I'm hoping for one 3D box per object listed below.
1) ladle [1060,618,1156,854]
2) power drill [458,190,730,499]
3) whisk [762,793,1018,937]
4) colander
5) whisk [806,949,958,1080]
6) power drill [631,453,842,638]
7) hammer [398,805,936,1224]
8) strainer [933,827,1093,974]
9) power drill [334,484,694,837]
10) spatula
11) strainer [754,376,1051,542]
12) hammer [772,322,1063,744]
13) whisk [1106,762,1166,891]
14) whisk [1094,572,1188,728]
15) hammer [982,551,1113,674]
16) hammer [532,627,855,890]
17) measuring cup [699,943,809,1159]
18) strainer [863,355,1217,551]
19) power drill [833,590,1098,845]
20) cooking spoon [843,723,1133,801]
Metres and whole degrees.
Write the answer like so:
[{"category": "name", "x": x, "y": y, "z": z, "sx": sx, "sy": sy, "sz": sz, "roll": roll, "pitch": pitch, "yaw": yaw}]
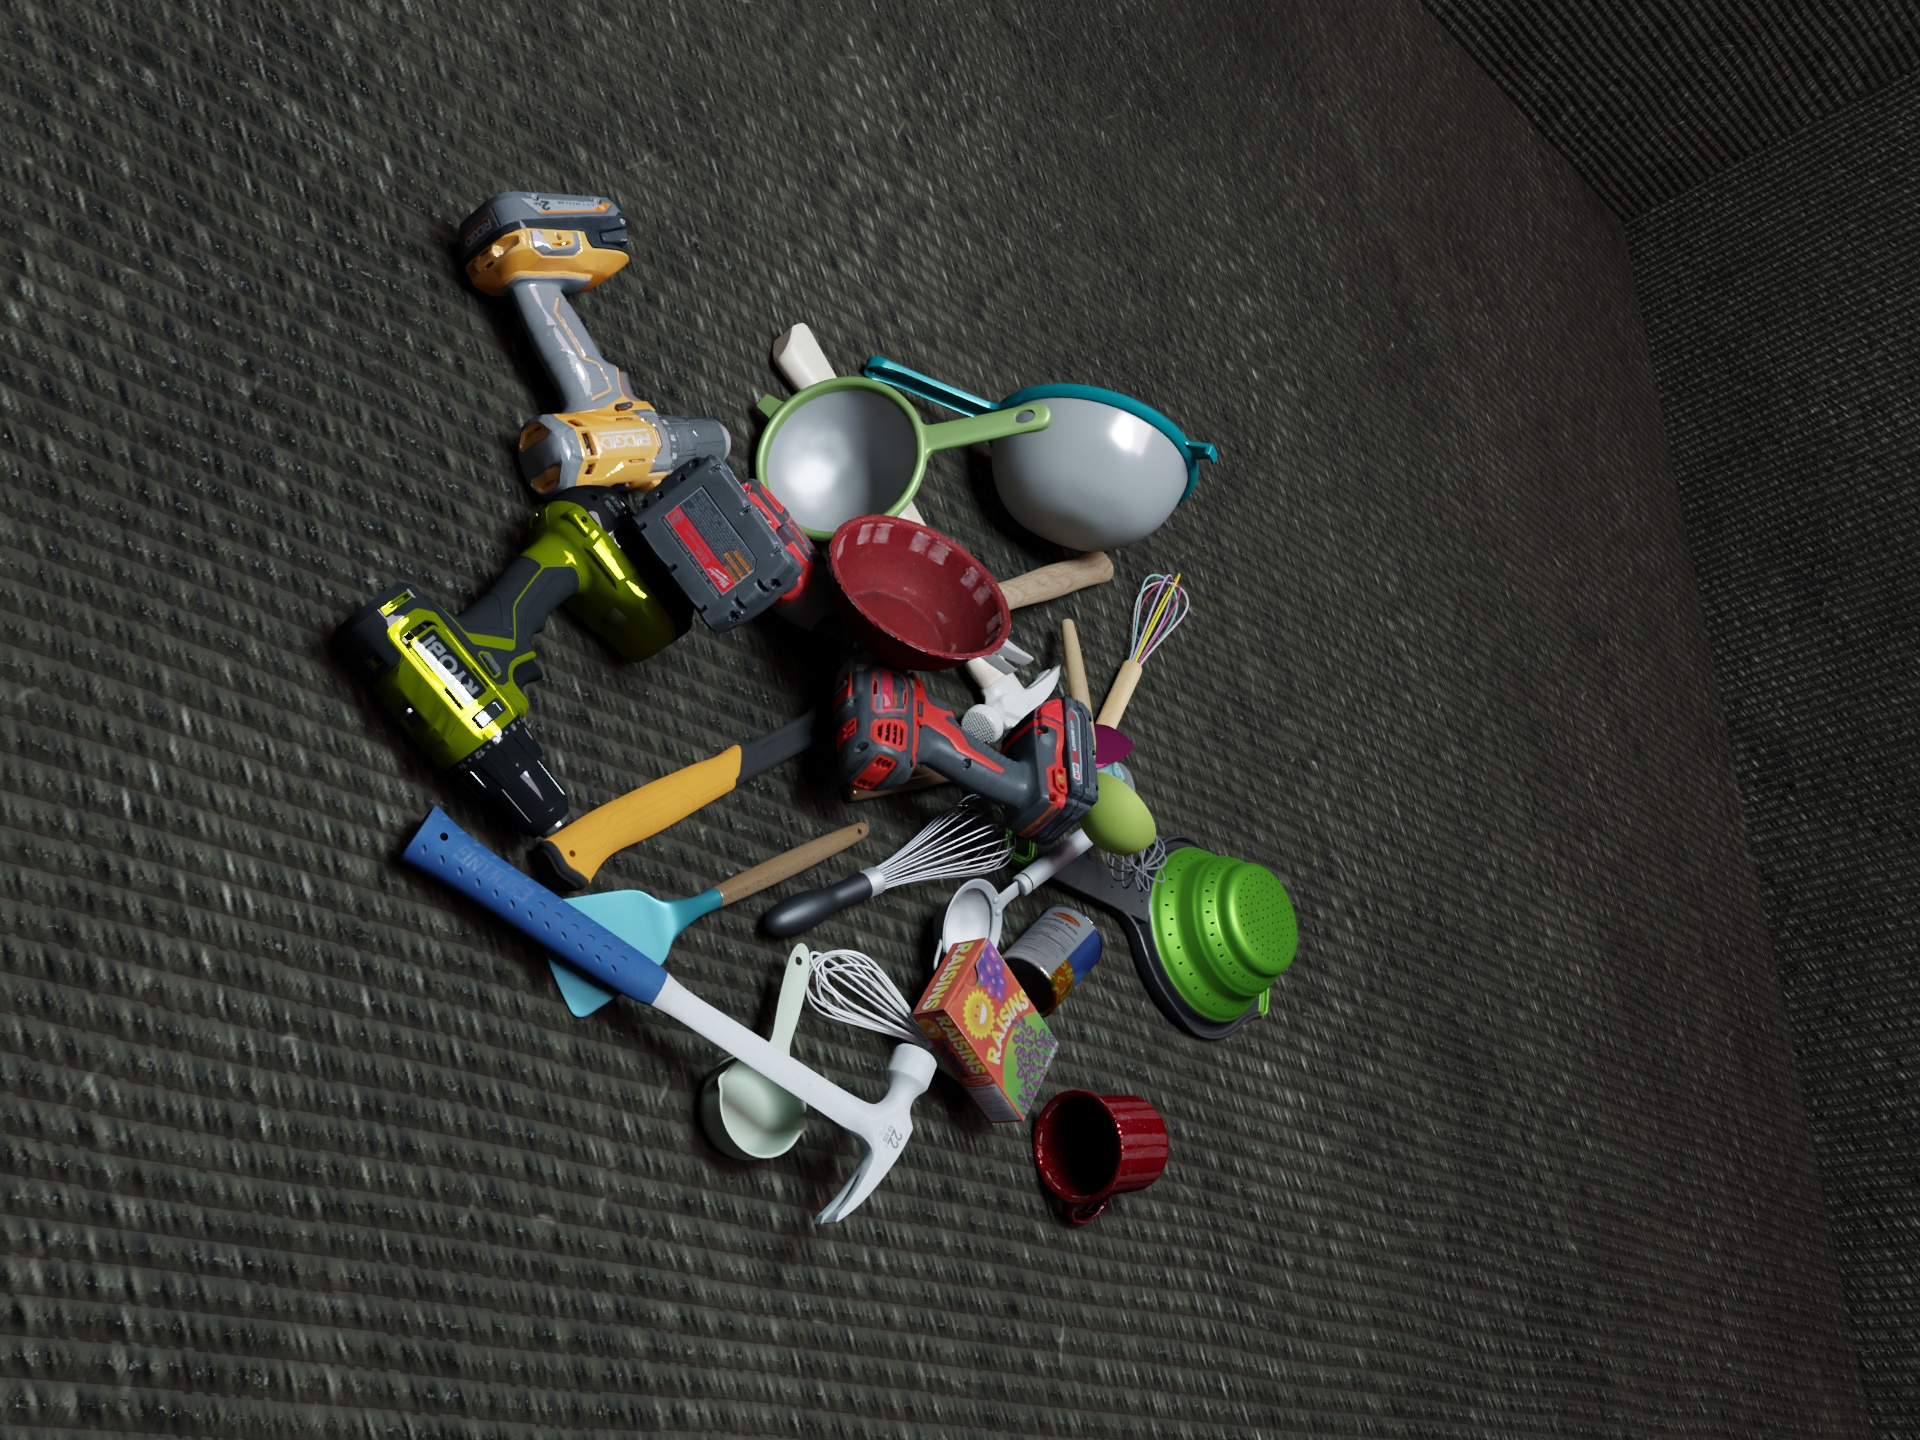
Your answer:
[{"category": "ladle", "x": 0.125, "y": 0.002, "z": 1.443, "sx": 0.320, "sy": 0.062, "sz": 0.078, "roll": -94, "pitch": 170, "yaw": -51}, {"category": "power drill", "x": -0.277, "y": -0.287, "z": 1.239, "sx": 0.185, "sy": 0.084, "sz": 0.226, "roll": -17, "pitch": 89, "yaw": -49}, {"category": "whisk", "x": -0.051, "y": 0.123, "z": 1.303, "sx": 0.284, "sy": 0.070, "sz": 0.070, "roll": -19, "pitch": 86, "yaw": -43}, {"category": "colander", "x": 0.204, "y": 0.171, "z": 1.512, "sx": 0.396, "sy": 0.094, "sz": 0.205, "roll": 28, "pitch": 53, "yaw": -35}, {"category": "whisk", "x": -0.034, "y": 0.251, "z": 1.268, "sx": 0.246, "sy": 0.058, "sz": 0.059, "roll": 41, "pitch": 7, "yaw": -31}, {"category": "power drill", "x": -0.156, "y": -0.124, "z": 1.217, "sx": 0.143, "sy": 0.078, "sz": 0.219, "roll": 54, "pitch": 8, "yaw": 3}, {"category": "hammer", "x": -0.199, "y": 0.193, "z": 1.081, "sx": 0.405, "sy": 0.035, "sz": 0.144, "roll": 37, "pitch": 54, "yaw": -17}, {"category": "strainer", "x": 0.046, "y": 0.147, "z": 1.376, "sx": 0.258, "sy": 0.050, "sz": 0.086, "roll": -31, "pitch": 121, "yaw": -40}, {"category": "power drill", "x": -0.292, "y": -0.046, "z": 1.112, "sx": 0.190, "sy": 0.080, "sz": 0.228, "roll": 53, "pitch": 46, "yaw": -13}, {"category": "spatula", "x": -0.175, "y": 0.126, "z": 1.195, "sx": 0.317, "sy": 0.044, "sz": 0.082, "roll": -21, "pitch": 89, "yaw": -53}, {"category": "strainer", "x": -0.045, "y": -0.225, "z": 1.363, "sx": 0.069, "sy": 0.256, "sz": 0.152, "roll": 58, "pitch": 22, "yaw": -72}, {"category": "hammer", "x": -0.043, "y": -0.180, "z": 1.464, "sx": 0.410, "sy": 0.038, "sz": 0.146, "roll": 59, "pitch": 40, "yaw": -7}, {"category": "whisk", "x": 0.156, "y": 0.092, "z": 1.471, "sx": 0.055, "sy": 0.055, "sz": 0.239, "roll": 51, "pitch": 14, "yaw": -17}, {"category": "whisk", "x": 0.185, "y": -0.072, "z": 1.647, "sx": 0.051, "sy": 0.047, "sz": 0.245, "roll": 47, "pitch": 48, "yaw": -22}, {"category": "hammer", "x": 0.072, "y": -0.125, "z": 1.515, "sx": 0.130, "sy": 0.031, "sz": 0.331, "roll": 62, "pitch": 30, "yaw": 3}, {"category": "hammer", "x": -0.191, "y": 0.036, "z": 1.209, "sx": 0.337, "sy": 0.034, "sz": 0.127, "roll": -31, "pitch": 96, "yaw": -49}, {"category": "measuring cup", "x": -0.143, "y": 0.240, "z": 1.163, "sx": 0.083, "sy": 0.038, "sz": 0.168, "roll": 37, "pitch": 47, "yaw": -29}, {"category": "strainer", "x": 0.058, "y": -0.246, "z": 1.520, "sx": 0.340, "sy": 0.211, "sz": 0.095, "roll": 21, "pitch": 68, "yaw": -11}, {"category": "power drill", "x": -0.002, "y": -0.004, "z": 1.325, "sx": 0.226, "sy": 0.080, "sz": 0.188, "roll": 20, "pitch": 46, "yaw": -25}, {"category": "cooking spoon", "x": 0.031, "y": 0.037, "z": 1.410, "sx": 0.318, "sy": 0.017, "sz": 0.069, "roll": -11, "pitch": 37, "yaw": -37}]
